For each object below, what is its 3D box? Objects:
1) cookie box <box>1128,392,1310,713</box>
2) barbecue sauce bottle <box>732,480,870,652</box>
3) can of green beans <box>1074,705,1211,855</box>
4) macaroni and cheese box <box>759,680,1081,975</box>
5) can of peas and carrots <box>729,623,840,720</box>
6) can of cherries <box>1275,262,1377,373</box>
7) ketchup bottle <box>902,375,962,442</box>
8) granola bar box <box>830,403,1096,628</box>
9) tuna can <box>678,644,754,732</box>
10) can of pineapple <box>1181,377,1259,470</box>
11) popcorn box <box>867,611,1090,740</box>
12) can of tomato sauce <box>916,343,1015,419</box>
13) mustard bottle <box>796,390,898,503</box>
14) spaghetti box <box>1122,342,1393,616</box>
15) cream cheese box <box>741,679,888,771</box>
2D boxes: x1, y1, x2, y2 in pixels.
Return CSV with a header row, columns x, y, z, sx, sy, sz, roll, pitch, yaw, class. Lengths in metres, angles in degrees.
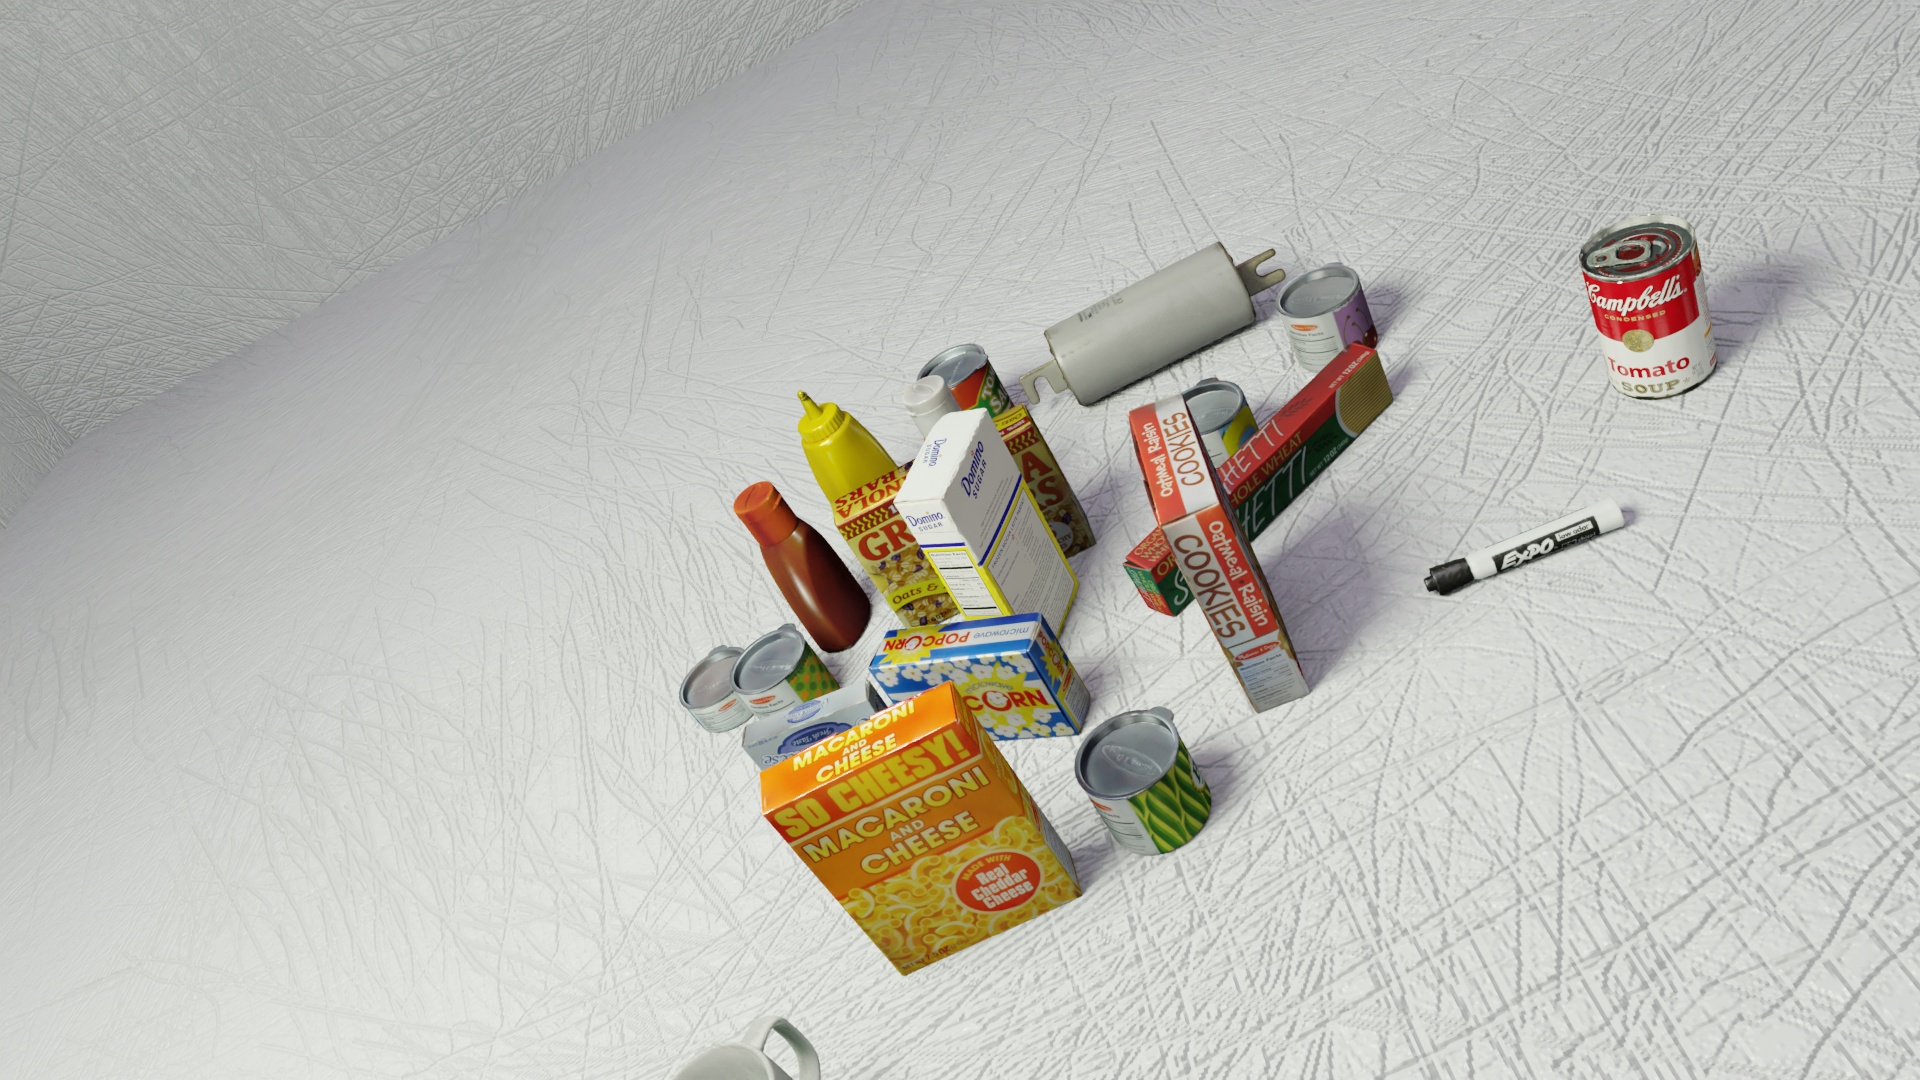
x,y,z,sx,sy,sz,roll,pitch,yaw,class
0.159,0.008,0.868,0.040,0.167,0.123,-23,34,13,cookie box
-0.125,0.018,1.096,0.043,0.148,0.065,-14,38,26,barbecue sauce bottle
0.110,0.145,0.829,0.071,0.057,0.071,-21,35,16,can of green beans
-0.021,0.169,0.803,0.123,0.166,0.040,-27,34,8,macaroni and cheese box
-0.133,0.109,1.067,0.071,0.058,0.071,-21,35,16,can of peas and carrots
0.292,-0.176,1.097,0.071,0.058,0.072,-21,35,16,can of cherries
0.003,-0.062,1.098,0.044,0.148,0.065,-43,35,-17,ketchup bottle
0.004,-0.013,1.057,0.165,0.123,0.039,-27,34,7,granola bar box
-0.191,0.119,1.123,0.071,0.032,0.071,-21,35,16,tuna can
0.193,-0.080,1.052,0.071,0.057,0.071,-21,35,16,can of pineapple
0.014,0.096,0.943,0.126,0.085,0.038,-9,40,30,popcorn box
0.011,-0.122,1.229,0.071,0.082,0.071,-21,35,16,can of tomato sauce
-0.096,-0.069,1.175,0.049,0.159,0.065,14,55,48,mustard bottle
0.217,-0.045,0.996,0.251,0.050,0.029,-42,35,-16,spaghetti box
-0.100,0.141,1.004,0.103,0.053,0.024,-22,35,14,cream cheese box
